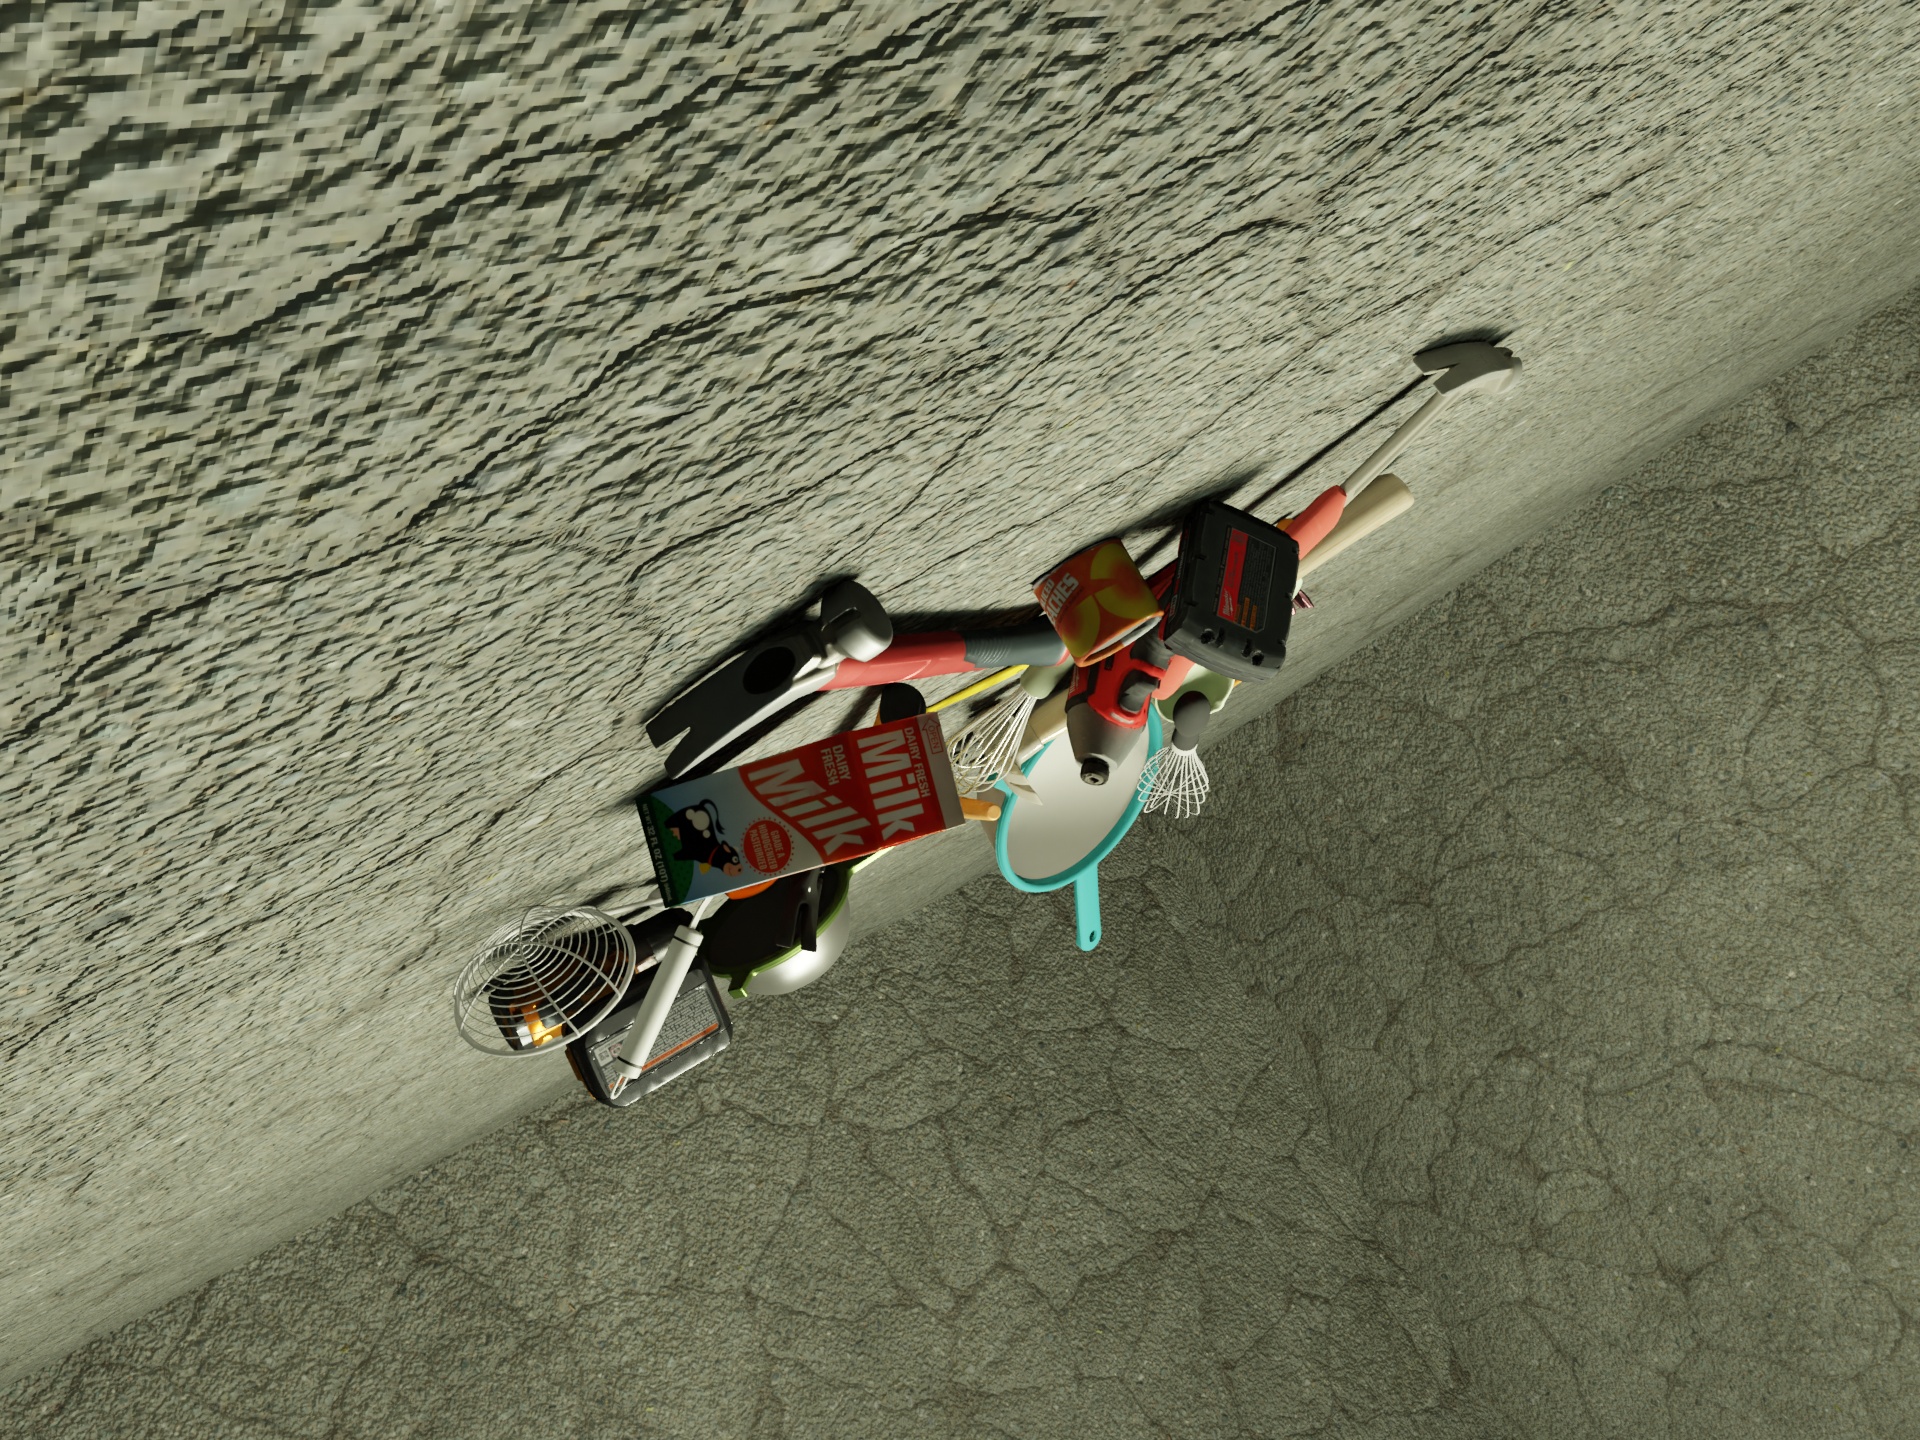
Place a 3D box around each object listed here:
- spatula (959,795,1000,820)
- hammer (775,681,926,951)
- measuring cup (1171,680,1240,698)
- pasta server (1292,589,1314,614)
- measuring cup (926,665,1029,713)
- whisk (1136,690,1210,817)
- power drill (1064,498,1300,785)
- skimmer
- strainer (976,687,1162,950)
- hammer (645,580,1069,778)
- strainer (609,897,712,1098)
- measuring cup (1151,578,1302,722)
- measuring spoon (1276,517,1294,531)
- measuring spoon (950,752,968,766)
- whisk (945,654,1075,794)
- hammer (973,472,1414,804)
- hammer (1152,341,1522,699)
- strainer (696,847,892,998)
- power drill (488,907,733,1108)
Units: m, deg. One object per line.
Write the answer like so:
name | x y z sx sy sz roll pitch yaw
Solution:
spatula | -0.038 0.075 1.356 0.081 0.041 0.323 -27 -168 -22
hammer | -0.083 0.066 1.170 0.034 0.127 0.336 14 153 -11
measuring cup | 0.234 -0.097 1.416 0.095 0.052 0.173 17 116 -34
pasta server | 0.231 -0.086 1.523 0.316 0.040 0.060 -21 179 -41
measuring cup | -0.002 -0.004 1.229 0.156 0.029 0.062 -28 171 -19
whisk | 0.193 0.027 1.385 0.070 0.070 0.284 -29 163 -7
power drill | 0.141 -0.046 1.114 0.219 0.078 0.143 -44 -152 58
skimmer | -0.252 0.172 1.209 0.127 0.090 0.363 -4 180 14
strainer | 0.091 0.093 1.527 0.211 0.095 0.340 -35 141 -25
hammer | -0.028 -0.031 0.948 0.143 0.038 0.386 -32 172 23
strainer | -0.188 0.142 1.109 0.086 0.050 0.258 67 47 -78
measuring cup | 0.227 -0.070 1.374 0.167 0.038 0.083 -47 131 14
measuring spoon | 0.225 -0.136 1.309 0.117 0.011 0.021 -31 177 29
measuring spoon | -0.021 0.042 1.509 0.042 0.021 0.128 -36 179 21
whisk | 0.052 -0.022 1.192 0.246 0.057 0.059 -52 -156 43
hammer | 0.198 -0.074 1.311 0.410 0.038 0.146 -34 -156 1
hammer | 0.240 -0.131 1.135 0.149 0.037 0.359 -21 160 -50
strainer | -0.109 0.163 1.409 0.256 0.069 0.152 -33 -155 -12
power drill | -0.264 0.219 1.288 0.185 0.084 0.226 -28 -163 -28
